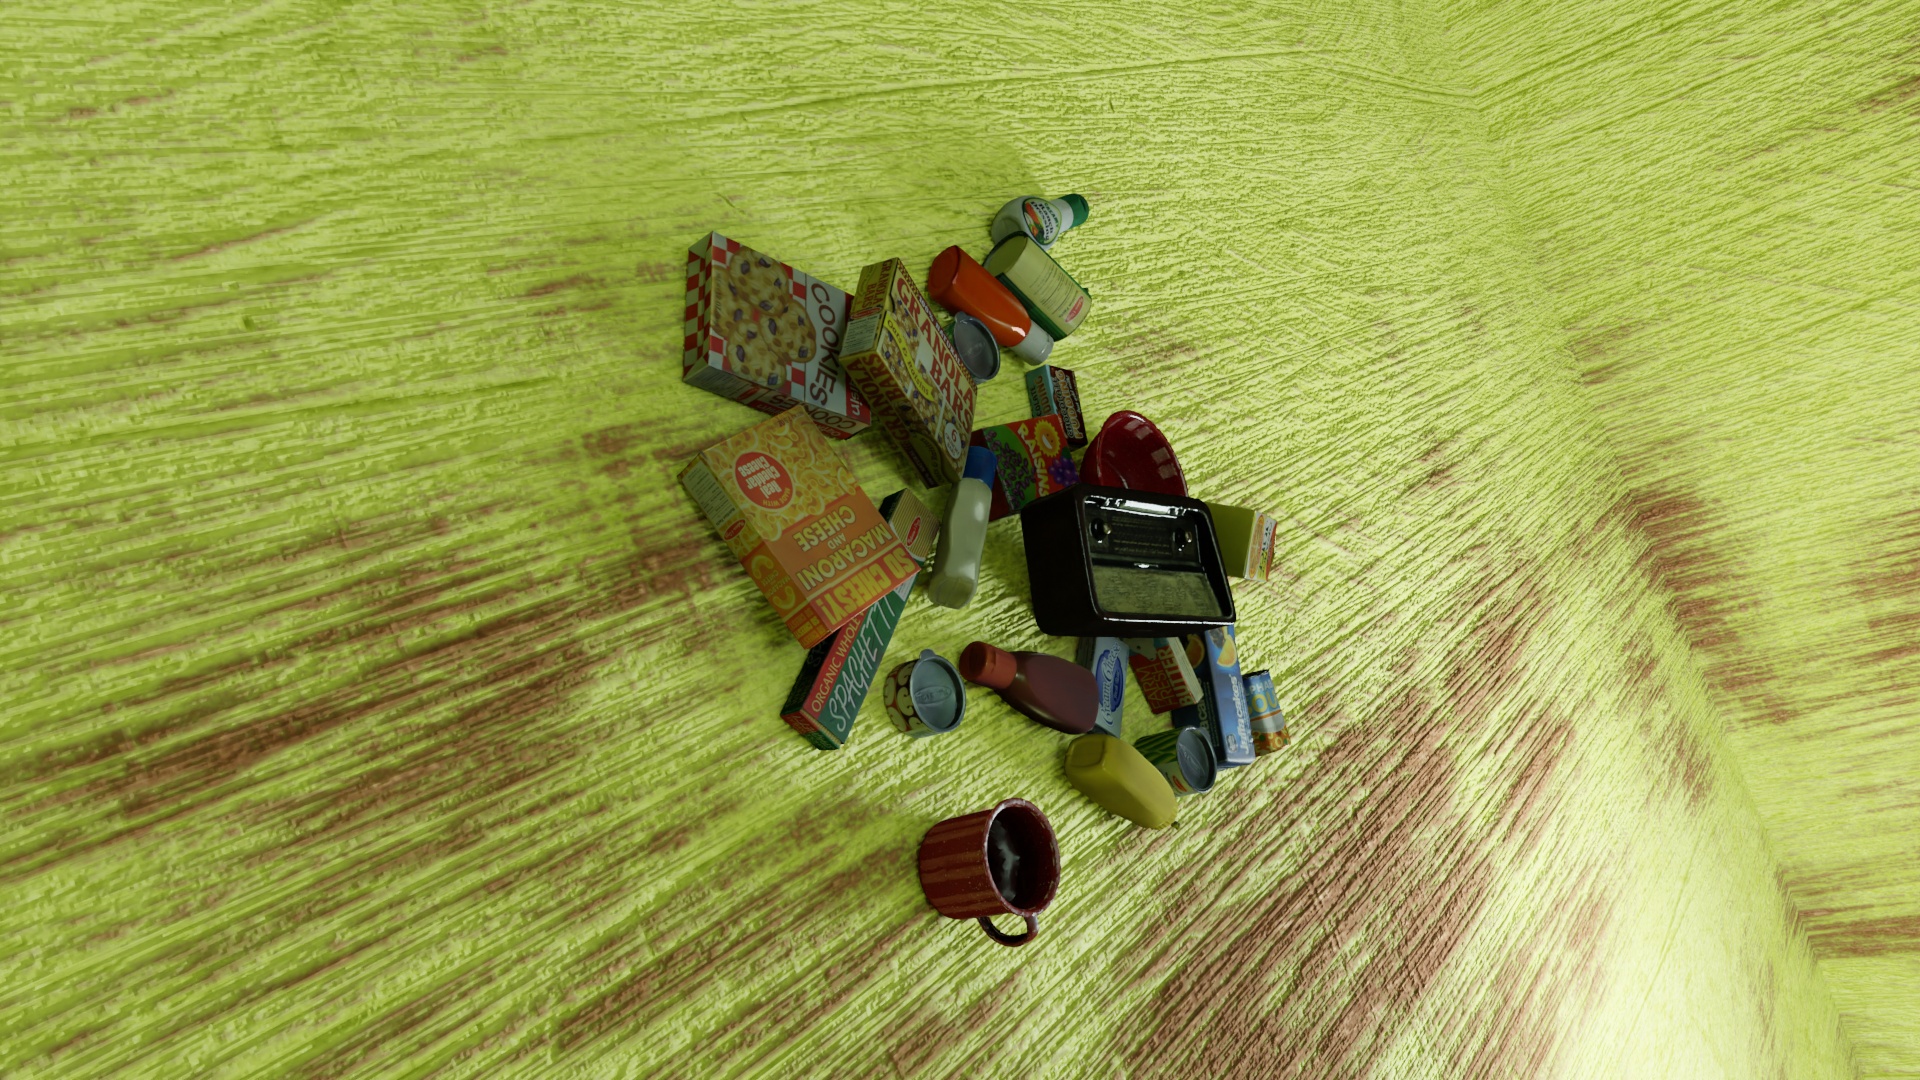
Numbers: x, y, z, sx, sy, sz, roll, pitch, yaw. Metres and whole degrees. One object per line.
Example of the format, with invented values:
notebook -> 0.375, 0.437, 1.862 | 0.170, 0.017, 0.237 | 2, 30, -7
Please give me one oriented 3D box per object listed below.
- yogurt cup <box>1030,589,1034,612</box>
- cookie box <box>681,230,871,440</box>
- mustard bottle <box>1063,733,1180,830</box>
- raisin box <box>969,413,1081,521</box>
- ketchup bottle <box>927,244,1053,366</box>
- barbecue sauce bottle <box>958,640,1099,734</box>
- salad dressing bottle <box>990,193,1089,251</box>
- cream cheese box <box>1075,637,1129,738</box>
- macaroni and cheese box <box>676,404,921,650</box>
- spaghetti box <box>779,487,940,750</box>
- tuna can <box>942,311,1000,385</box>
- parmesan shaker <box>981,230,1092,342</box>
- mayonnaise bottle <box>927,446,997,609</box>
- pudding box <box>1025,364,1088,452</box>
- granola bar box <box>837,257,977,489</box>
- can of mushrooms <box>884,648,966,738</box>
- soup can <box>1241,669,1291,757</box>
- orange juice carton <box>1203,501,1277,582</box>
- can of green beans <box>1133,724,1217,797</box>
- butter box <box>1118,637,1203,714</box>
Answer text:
yogurt cup -> 0.109, 0.048, 1.331 | 0.072, 0.053, 0.072 | 23, 56, -41
cookie box -> -0.149, -0.166, 1.149 | 0.167, 0.040, 0.123 | 18, 61, -42
mustard bottle -> 0.162, 0.234, 1.304 | 0.160, 0.065, 0.049 | 41, 52, -37
raisin box -> 0.058, -0.071, 1.340 | 0.124, 0.040, 0.086 | -16, 85, -49
ketchup bottle -> 0.033, -0.227, 1.377 | 0.148, 0.043, 0.065 | 34, 46, -35
barbecue sauce bottle -> 0.063, 0.128, 1.252 | 0.148, 0.043, 0.065 | 25, 55, -39
salad dressing bottle -> 0.089, -0.343, 1.492 | 0.148, 0.044, 0.064 | -34, 101, -50
cream cheese box -> 0.134, 0.138, 1.343 | 0.053, 0.024, 0.104 | 35, 50, -32
macaroni and cheese box -> -0.123, -0.013, 1.084 | 0.166, 0.040, 0.124 | 54, 40, 2
spaghetti box -> -0.078, 0.060, 1.135 | 0.050, 0.028, 0.251 | 46, 44, -25
tuna can -> 0.004, -0.182, 1.332 | 0.071, 0.032, 0.071 | 23, 57, -41
parmesan shaker -> 0.079, -0.263, 1.426 | 0.103, 0.071, 0.072 | 39, 48, -30
mayonnaise bottle -> 0.004, -0.015, 1.233 | 0.041, 0.064, 0.149 | 16, 57, -7
pudding box -> 0.098, -0.135, 1.420 | 0.050, 0.030, 0.084 | 7, 68, -46
granola bar box -> -0.041, -0.146, 1.217 | 0.165, 0.039, 0.125 | 56, 31, -40
can of mushrooms -> -0.030, 0.128, 1.156 | 0.071, 0.033, 0.071 | 22, 58, -41
soup can -> 0.312, 0.186, 1.484 | 0.071, 0.071, 0.084 | -10, 81, -50
orange juice carton -> 0.295, 0.003, 1.505 | 0.193, 0.072, 0.073 | 8, 92, -69
can of green beans -> 0.209, 0.219, 1.364 | 0.071, 0.057, 0.071 | 23, 57, -41
butter box -> 0.201, 0.122, 1.402 | 0.024, 0.053, 0.103 | -31, 98, -53
